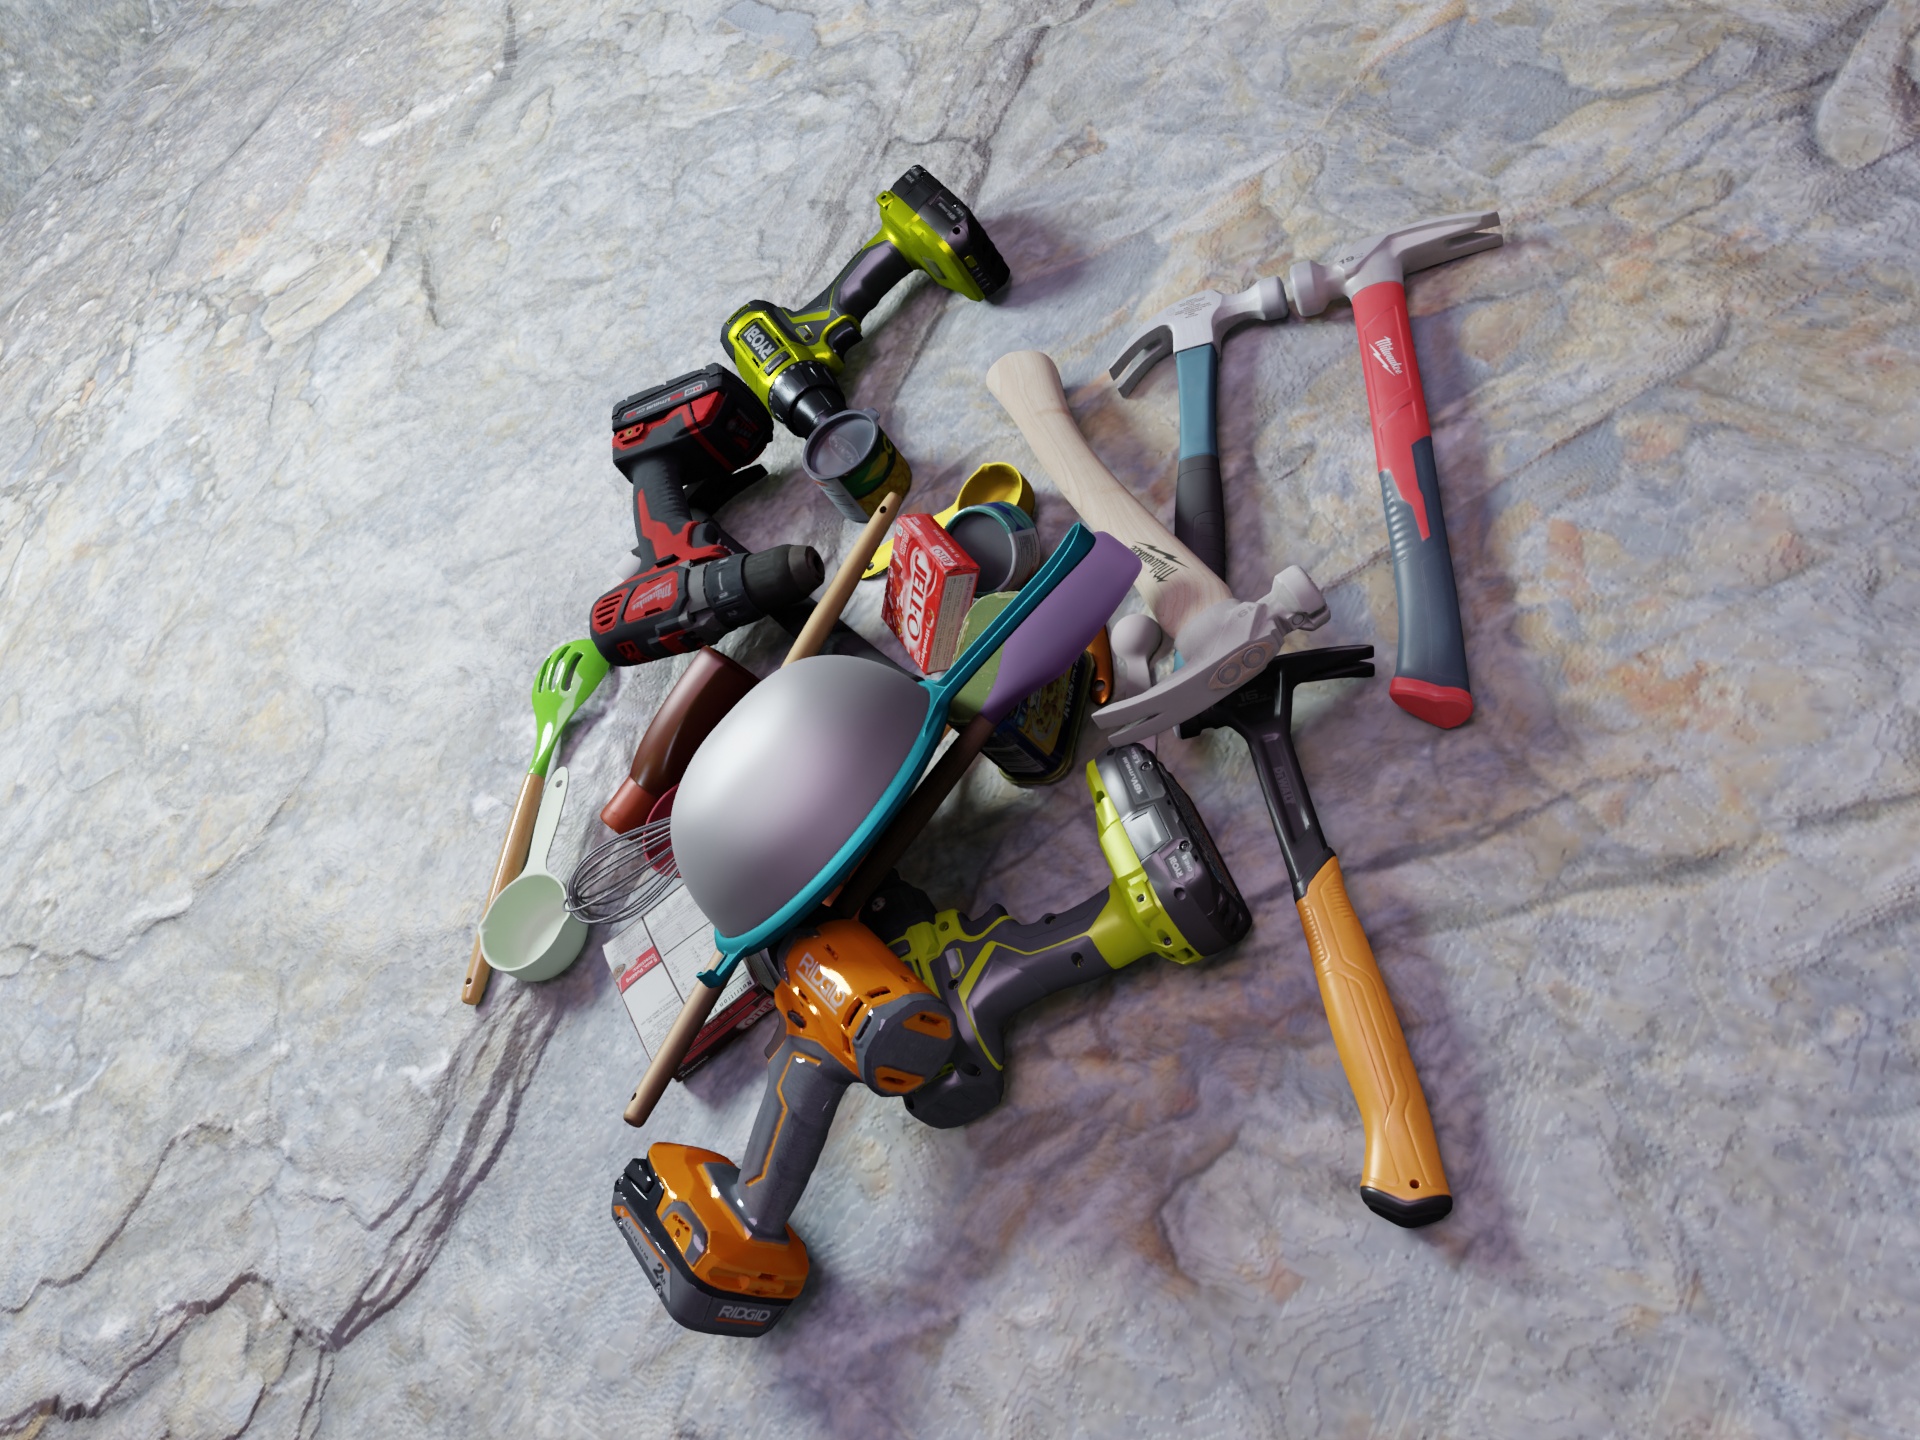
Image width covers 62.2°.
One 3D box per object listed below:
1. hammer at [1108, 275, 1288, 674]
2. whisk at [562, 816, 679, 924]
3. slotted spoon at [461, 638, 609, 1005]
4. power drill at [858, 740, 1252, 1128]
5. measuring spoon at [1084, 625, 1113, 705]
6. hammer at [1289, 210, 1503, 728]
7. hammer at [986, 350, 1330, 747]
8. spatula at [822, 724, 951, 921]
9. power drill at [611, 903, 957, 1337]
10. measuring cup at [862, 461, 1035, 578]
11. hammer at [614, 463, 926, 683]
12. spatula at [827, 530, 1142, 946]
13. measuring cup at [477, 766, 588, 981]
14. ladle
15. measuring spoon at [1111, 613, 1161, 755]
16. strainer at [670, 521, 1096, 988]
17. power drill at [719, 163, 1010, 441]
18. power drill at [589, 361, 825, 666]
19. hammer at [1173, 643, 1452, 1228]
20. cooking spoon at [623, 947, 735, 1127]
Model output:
[{"bbox_3d":[0.164,-0.165,1.085,0.128,0.033,0.331,-10,56,23],"label":"hammer"},{"bbox_3d":[-0.168,0.063,1.087,0.239,0.055,0.055,-35,49,-8],"label":"whisk"},{"bbox_3d":[-0.332,0.067,1.224,0.070,0.031,0.314,-5,60,27],"label":"slotted spoon"},{"bbox_3d":[0.043,0.116,0.947,0.223,0.080,0.171,-32,50,12],"label":"power drill"},{"bbox_3d":[0.088,-0.060,1.074,0.021,0.011,0.117,-18,54,19],"label":"measuring spoon"},{"bbox_3d":[0.298,-0.170,1.009,0.143,0.038,0.387,-12,55,21],"label":"hammer"},{"bbox_3d":[0.087,-0.141,1.055,0.146,0.038,0.411,-34,40,5],"label":"hammer"},{"bbox_3d":[-0.002,-0.003,1.084,0.081,0.041,0.323,24,70,40],"label":"spatula"},{"bbox_3d":[-0.110,0.218,0.926,0.164,0.084,0.226,37,98,48],"label":"power drill"},{"bbox_3d":[-0.011,-0.137,1.179,0.156,0.029,0.062,-26,55,28],"label":"measuring cup"},{"bbox_3d":[-0.133,-0.096,1.209,0.146,0.035,0.335,-48,50,-5],"label":"hammer"},{"bbox_3d":[0.000,0.018,0.966,0.060,0.018,0.316,42,99,35],"label":"spatula"},{"bbox_3d":[-0.300,0.113,1.169,0.083,0.038,0.168,-11,54,23],"label":"measuring cup"},{"bbox_3d":[-0.127,-0.026,1.129,0.069,0.031,0.315,31,90,22],"label":"ladle"},{"bbox_3d":[0.113,-0.019,1.029,0.034,0.018,0.124,-13,56,22],"label":"measuring spoon"},{"bbox_3d":[-0.066,-0.011,0.943,0.340,0.095,0.211,-46,15,16],"label":"strainer"},{"bbox_3d":[-0.077,-0.330,1.302,0.228,0.080,0.191,-40,49,5],"label":"power drill"},{"bbox_3d":[-0.189,-0.158,1.210,0.188,0.080,0.227,-16,58,22],"label":"power drill"},{"bbox_3d":[0.210,0.106,0.875,0.127,0.034,0.337,-14,57,6],"label":"hammer"},{"bbox_3d":[-0.134,0.123,1.035,0.069,0.017,0.319,-18,35,48],"label":"cooking spoon"}]
